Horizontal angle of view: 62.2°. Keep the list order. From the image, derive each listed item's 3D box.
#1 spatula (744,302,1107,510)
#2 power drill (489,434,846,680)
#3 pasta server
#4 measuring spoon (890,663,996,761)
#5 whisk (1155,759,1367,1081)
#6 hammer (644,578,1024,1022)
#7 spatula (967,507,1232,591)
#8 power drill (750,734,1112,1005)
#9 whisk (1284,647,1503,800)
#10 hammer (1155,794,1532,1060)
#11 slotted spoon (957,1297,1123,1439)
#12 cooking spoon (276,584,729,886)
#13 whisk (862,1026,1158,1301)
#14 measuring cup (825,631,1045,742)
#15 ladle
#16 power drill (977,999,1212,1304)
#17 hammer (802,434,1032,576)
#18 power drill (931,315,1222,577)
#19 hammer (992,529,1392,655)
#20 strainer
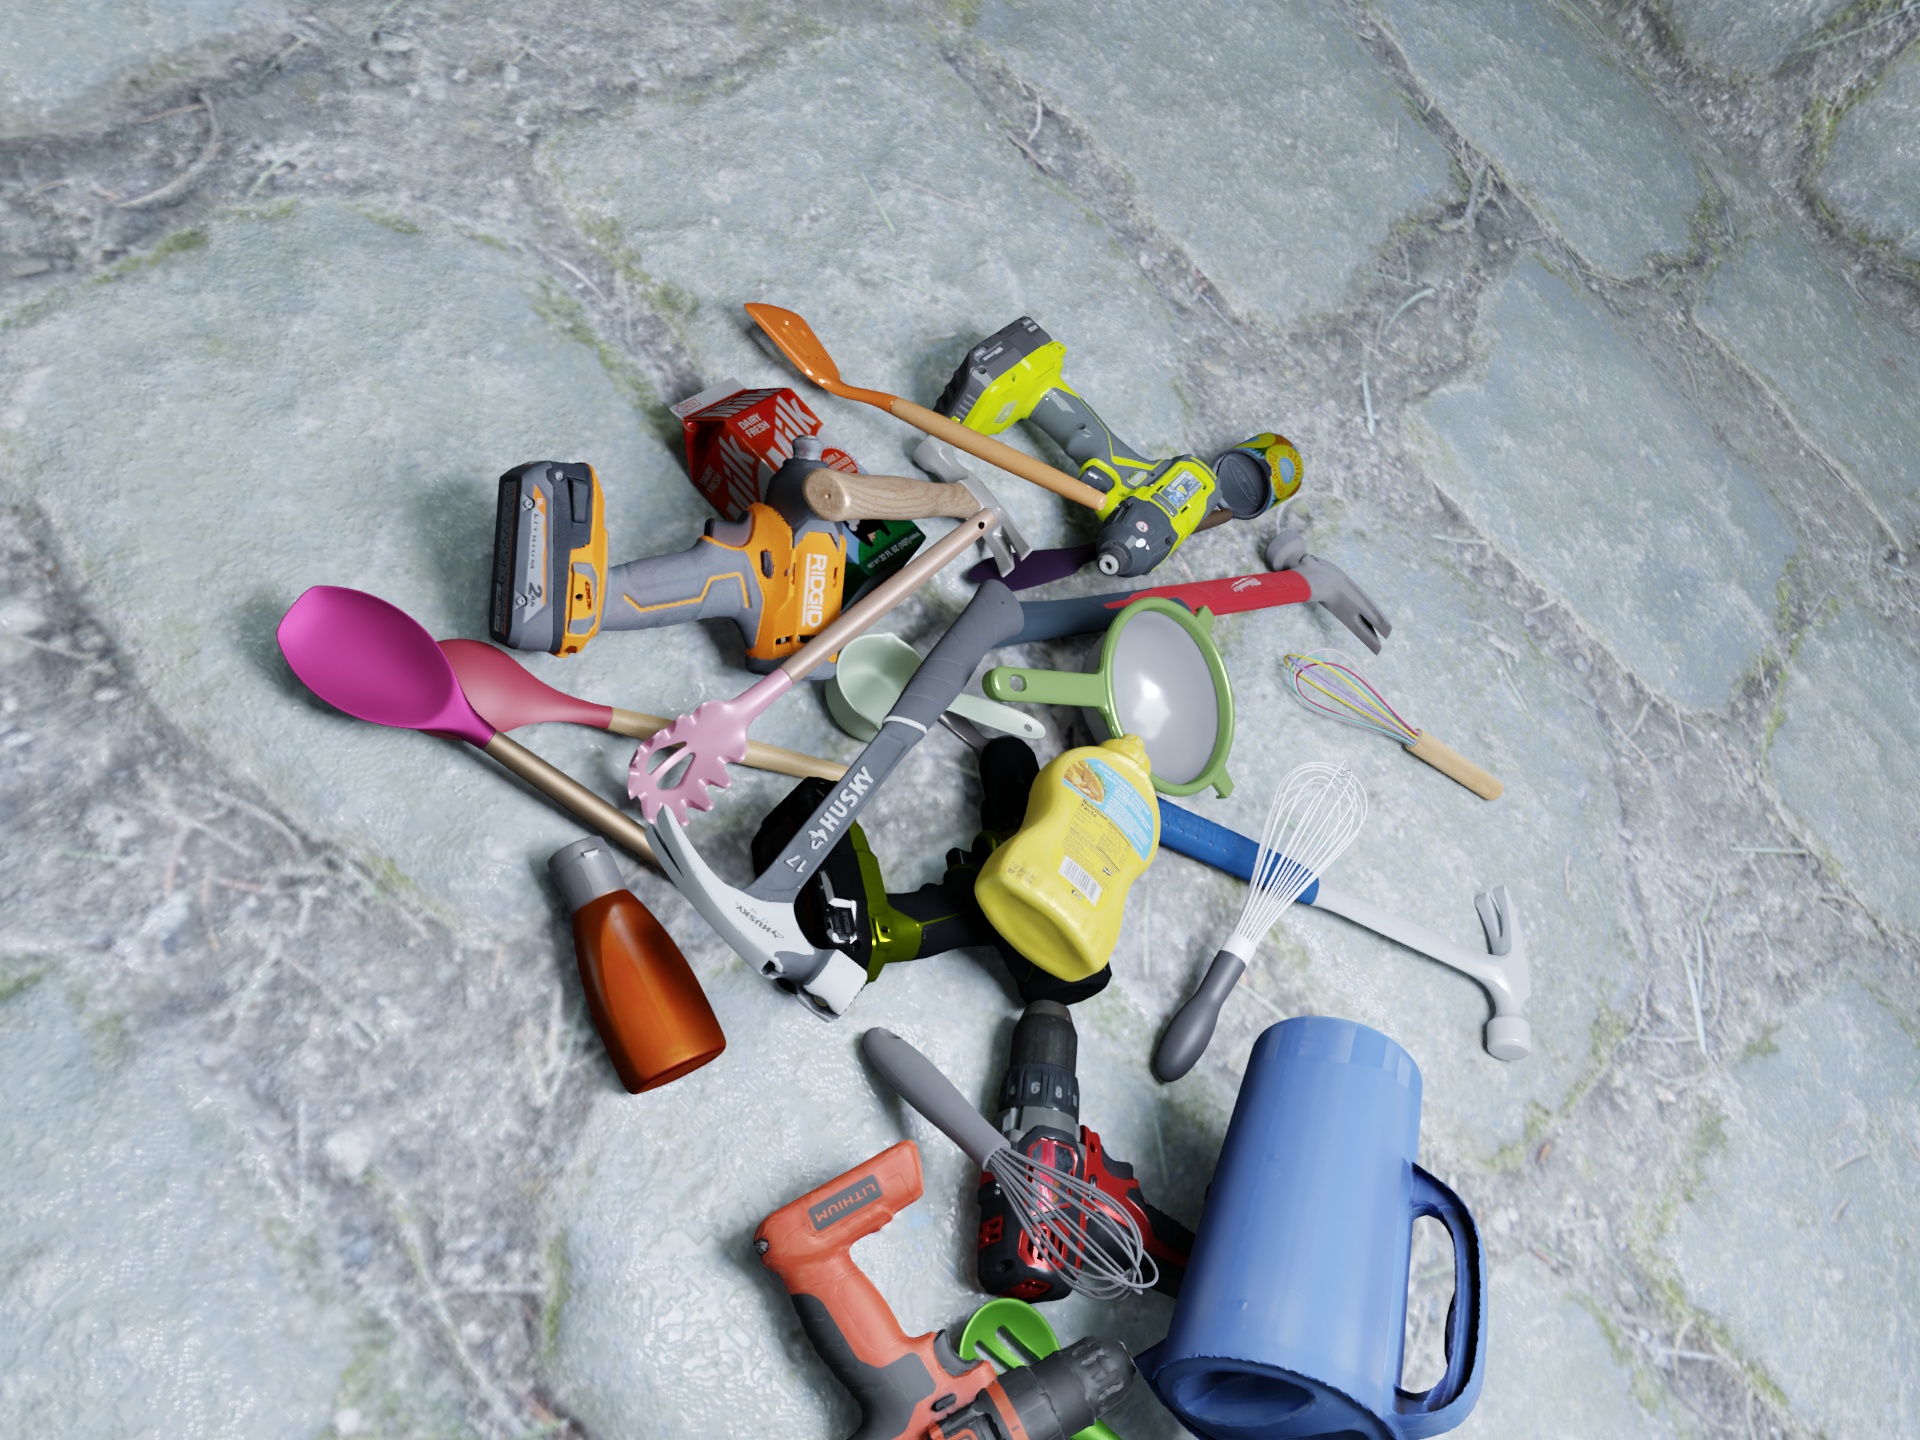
[{"bbox_3d":[-0.027,-0.239,1.211,0.323,0.041,0.081,28,19,19],"label":"spatula"},{"bbox_3d":[-0.181,-0.113,1.034,0.226,0.084,0.164,3,96,-28],"label":"power drill"},{"bbox_3d":[-0.090,-0.044,1.031,0.316,0.040,0.060,-40,113,-19],"label":"pasta server"},{"bbox_3d":[-0.002,-0.004,1.160,0.124,0.018,0.034,42,49,-2],"label":"measuring spoon"},{"bbox_3d":[0.215,0.141,1.151,0.070,0.070,0.285,38,67,-6],"label":"whisk"},{"bbox_3d":[-0.049,0.013,1.017,0.149,0.036,0.409,38,39,-2],"label":"hammer"},{"bbox_3d":[0.126,-0.146,1.321,0.316,0.018,0.060,-19,37,-41],"label":"spatula"},{"bbox_3d":[-0.016,0.096,1.053,0.228,0.080,0.191,3,61,-34],"label":"power drill"},{"bbox_3d":[0.377,0.006,1.374,0.244,0.047,0.051,30,49,-17],"label":"whisk"},{"bbox_3d":[0.283,0.132,1.242,0.405,0.035,0.144,25,52,-17],"label":"hammer"},{"bbox_3d":[0.115,0.455,0.943,0.313,0.031,0.070,42,55,-5],"label":"slotted spoon"},{"bbox_3d":[-0.263,0.027,0.959,0.318,0.017,0.069,37,71,-15],"label":"cooking spoon"},{"bbox_3d":[0.023,0.255,0.939,0.055,0.055,0.239,-21,44,-39],"label":"whisk"},{"bbox_3d":[-0.019,-0.007,1.138,0.167,0.038,0.083,17,55,-22],"label":"measuring cup"},{"bbox_3d":[-0.202,0.006,1.026,0.315,0.031,0.069,15,62,-26],"label":"ladle"},{"bbox_3d":[0.119,0.291,1.017,0.226,0.080,0.188,20,53,-17],"label":"power drill"},{"bbox_3d":[-0.030,-0.154,1.121,0.130,0.031,0.331,48,18,7],"label":"hammer"},{"bbox_3d":[0.093,-0.215,1.291,0.223,0.080,0.171,41,43,4],"label":"power drill"},{"bbox_3d":[0.177,-0.085,1.287,0.386,0.038,0.143,-10,46,-33],"label":"hammer"},{"bbox_3d":[0.098,-0.015,1.166,0.256,0.069,0.151,3,77,-42],"label":"strainer"}]
